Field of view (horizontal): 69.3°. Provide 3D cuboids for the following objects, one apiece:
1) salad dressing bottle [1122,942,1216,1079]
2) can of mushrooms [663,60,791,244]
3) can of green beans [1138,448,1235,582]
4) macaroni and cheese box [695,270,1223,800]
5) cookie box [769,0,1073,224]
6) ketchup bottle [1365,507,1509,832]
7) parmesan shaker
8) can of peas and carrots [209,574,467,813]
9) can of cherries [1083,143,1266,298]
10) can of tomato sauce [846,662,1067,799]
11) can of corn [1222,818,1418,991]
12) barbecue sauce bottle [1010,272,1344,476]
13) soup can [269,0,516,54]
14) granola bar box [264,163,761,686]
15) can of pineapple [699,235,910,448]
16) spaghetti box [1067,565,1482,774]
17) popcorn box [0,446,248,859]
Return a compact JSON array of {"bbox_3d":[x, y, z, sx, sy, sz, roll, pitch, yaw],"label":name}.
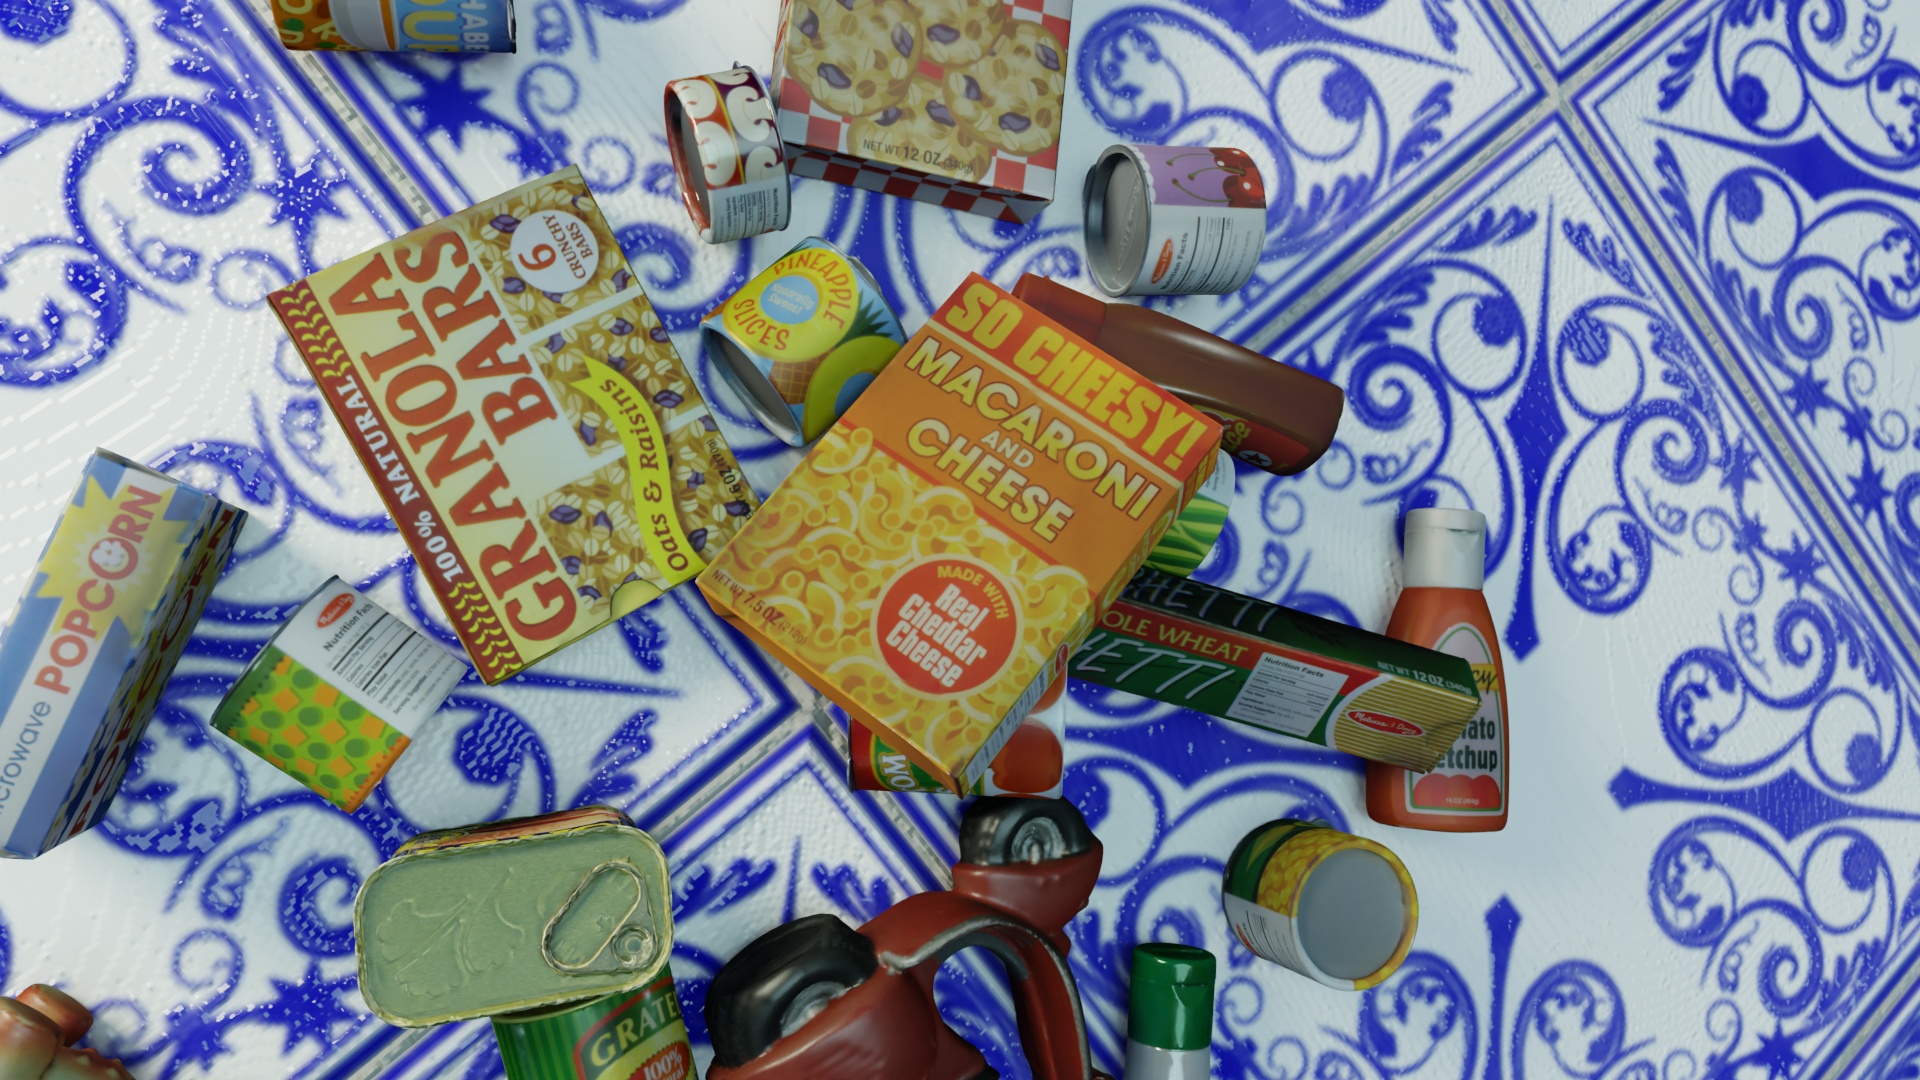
[{"bbox_3d":[0.087,0.251,0.596,0.064,0.044,0.147,6,84,-18],"label":"salad dressing bottle"},{"bbox_3d":[-0.094,-0.156,0.557,0.033,0.071,0.071,-17,92,-17],"label":"can of mushrooms"},{"bbox_3d":[0.077,-0.020,0.601,0.058,0.071,0.071,23,80,-15],"label":"can of green beans"},{"bbox_3d":[0.002,-0.007,0.530,0.124,0.040,0.167,35,73,16],"label":"macaroni and cheese box"},{"bbox_3d":[-0.014,-0.234,0.601,0.123,0.040,0.167,8,84,-17],"label":"cookie box"},{"bbox_3d":[0.226,0.060,0.654,0.065,0.043,0.149,5,84,-11],"label":"ketchup bottle"},{"bbox_3d":[-0.128,0.213,0.521,0.071,0.071,0.103,-15,91,-18],"label":"parmesan shaker"},{"bbox_3d":[-0.224,0.057,0.502,0.058,0.071,0.071,38,76,-12],"label":"can of peas and carrots"},{"bbox_3d":[0.093,-0.143,0.616,0.058,0.071,0.071,-5,88,-18],"label":"can of cherries"},{"bbox_3d":[0.000,0.070,0.555,0.083,0.071,0.071,2,85,4],"label":"can of tomato sauce"},{"bbox_3d":[0.161,0.159,0.618,0.071,0.058,0.071,1,86,-18],"label":"can of corn"},{"bbox_3d":[0.090,-0.074,0.612,0.148,0.064,0.044,21,78,-10],"label":"barbecue sauce bottle"},{"bbox_3d":[-0.213,-0.216,0.522,0.084,0.071,0.071,-6,88,-17],"label":"soup can"},{"bbox_3d":[-0.166,-0.045,0.539,0.124,0.039,0.165,-30,95,-17],"label":"granola bar box"},{"bbox_3d":[-0.063,-0.080,0.559,0.058,0.071,0.071,-42,99,-16],"label":"can of pineapple"},{"bbox_3d":[0.095,0.043,0.589,0.250,0.049,0.029,16,38,-7],"label":"spaghetti box"},{"bbox_3d":[-0.292,0.037,0.469,0.038,0.085,0.127,23,79,-16],"label":"popcorn box"}]
